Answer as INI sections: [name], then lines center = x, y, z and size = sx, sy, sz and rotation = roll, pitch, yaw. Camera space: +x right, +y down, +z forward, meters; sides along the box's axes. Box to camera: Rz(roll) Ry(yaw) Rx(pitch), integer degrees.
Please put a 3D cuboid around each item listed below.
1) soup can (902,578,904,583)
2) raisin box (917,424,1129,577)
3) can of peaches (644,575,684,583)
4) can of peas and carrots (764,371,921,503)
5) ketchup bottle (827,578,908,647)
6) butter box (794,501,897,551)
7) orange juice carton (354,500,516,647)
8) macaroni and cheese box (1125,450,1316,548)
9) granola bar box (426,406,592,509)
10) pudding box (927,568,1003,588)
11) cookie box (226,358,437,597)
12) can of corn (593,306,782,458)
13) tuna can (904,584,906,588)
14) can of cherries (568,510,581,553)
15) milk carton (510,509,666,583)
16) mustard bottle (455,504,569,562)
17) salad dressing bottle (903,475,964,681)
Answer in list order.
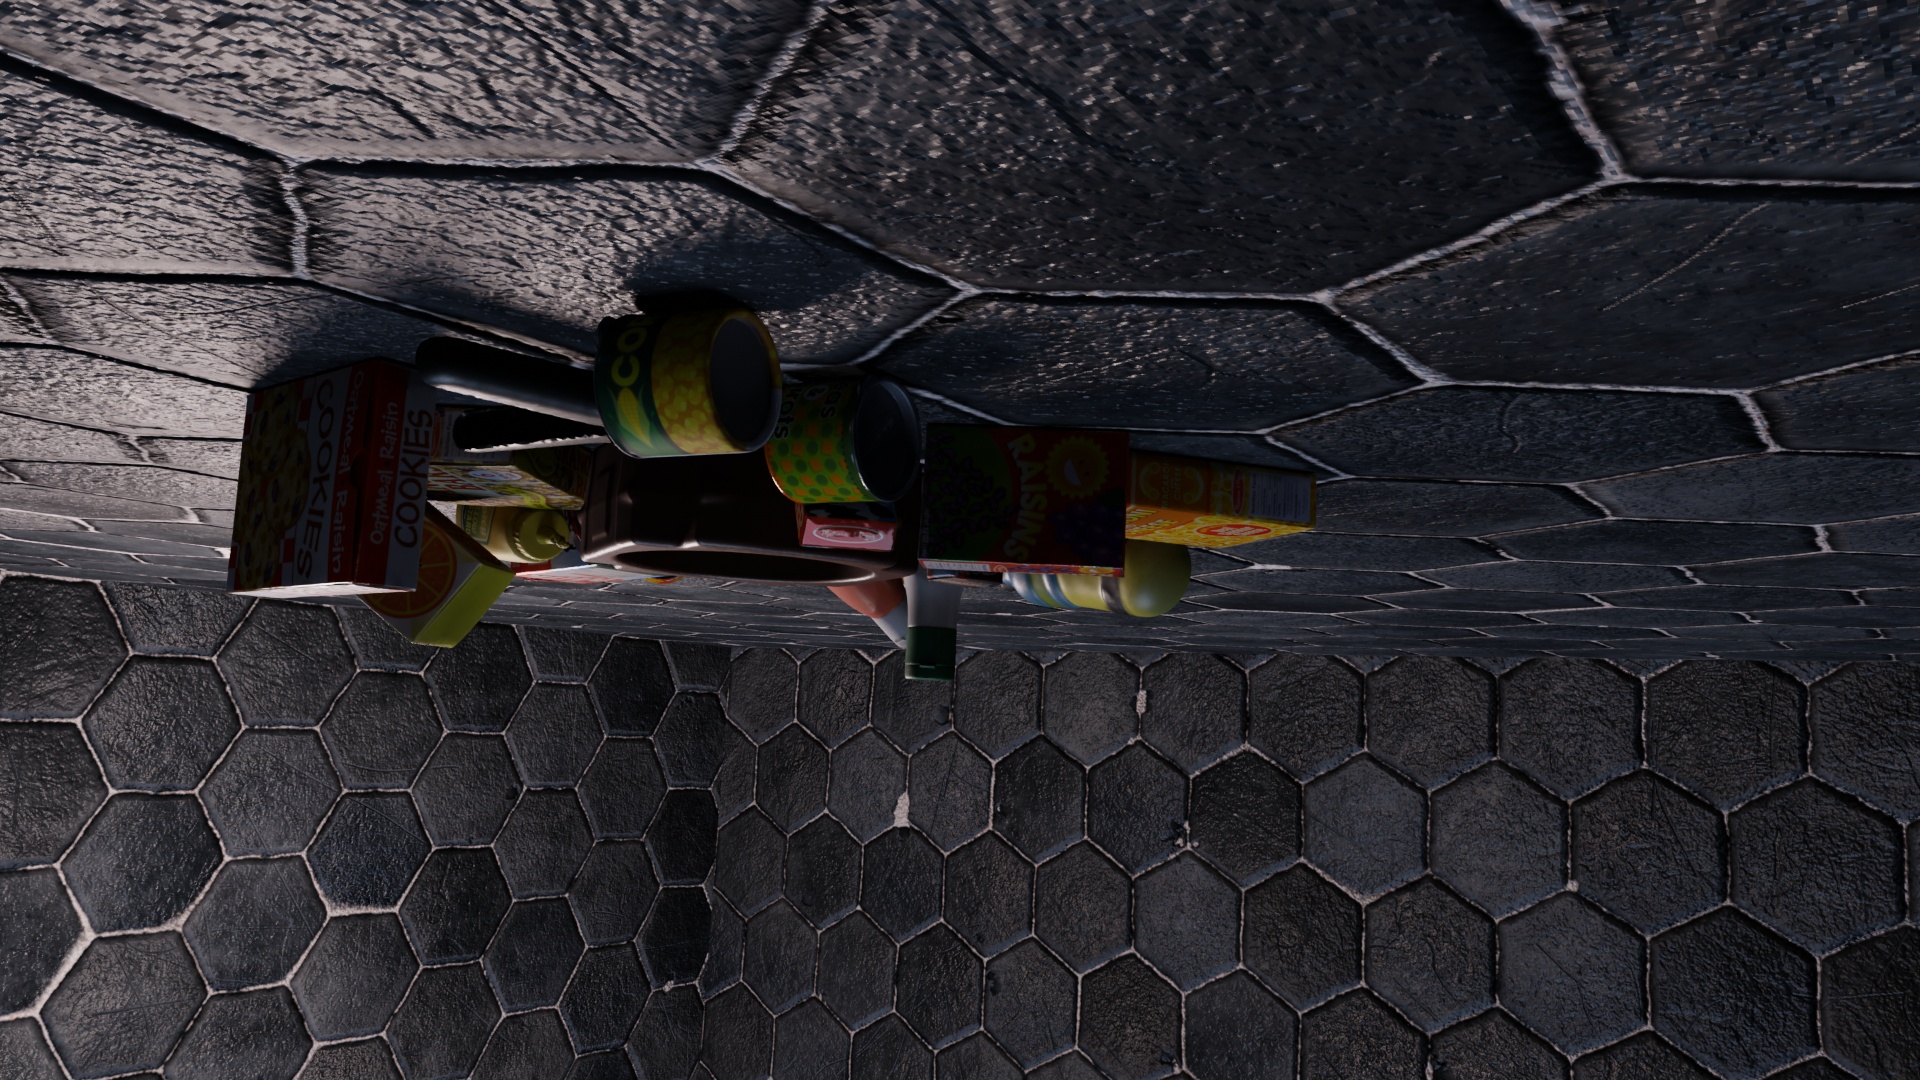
[soup can]
center = -0.057, 0.004, 1.149
size = 0.084, 0.071, 0.071
rotation = -1, 171, 22
[raisin box]
center = 0.039, -0.023, 0.842
size = 0.123, 0.086, 0.040
rotation = 2, 170, 5
[can of peaches]
center = -0.264, 0.006, 1.239
size = 0.071, 0.071, 0.058
rotation = 5, 173, -11
[can of peas and carrots]
center = -0.063, -0.055, 0.734
size = 0.058, 0.071, 0.071
rotation = -1, 171, 30
[ketchup bottle]
center = -0.080, 0.024, 1.100
size = 0.064, 0.044, 0.148
rotation = -19, 122, 37
[butter box]
center = -0.070, -0.034, 0.802
size = 0.053, 0.024, 0.104
rotation = 4, -144, -16
[orange juice carton]
center = -0.418, -0.012, 0.980
size = 0.193, 0.073, 0.071
rotation = 38, 175, 6
[macaroni and cheese box]
center = 0.138, -0.026, 0.952
size = 0.167, 0.040, 0.123
rotation = 6, 171, -20
[granola bar box]
center = -0.326, -0.053, 0.934
size = 0.124, 0.039, 0.165
rotation = 3, 172, 5
[pudding box]
center = 0.003, -0.012, 0.952
size = 0.030, 0.084, 0.050
rotation = -9, 165, 44
[cookie box]
center = -0.365, -0.031, 0.799
size = 0.167, 0.123, 0.040
rotation = -4, 170, 41
[can of corn]
center = -0.122, -0.072, 0.622
size = 0.058, 0.071, 0.071
rotation = -1, 171, 23
[tuna can]
center = -0.032, 0.022, 1.262
size = 0.033, 0.071, 0.071
rotation = -2, 171, 23
[can of cherries]
center = -0.265, -0.017, 1.061
size = 0.071, 0.071, 0.058
rotation = 4, 172, -11
[milk carton]
center = -0.323, -0.004, 1.180
size = 0.073, 0.072, 0.190
rotation = 11, 168, -43
[mustard bottle]
center = -0.335, -0.013, 1.054
size = 0.049, 0.065, 0.160
rotation = 11, -178, -40
[salad dressing bottle]
center = -0.019, 0.028, 1.013
size = 0.064, 0.148, 0.044
rotation = 3, 172, 5
